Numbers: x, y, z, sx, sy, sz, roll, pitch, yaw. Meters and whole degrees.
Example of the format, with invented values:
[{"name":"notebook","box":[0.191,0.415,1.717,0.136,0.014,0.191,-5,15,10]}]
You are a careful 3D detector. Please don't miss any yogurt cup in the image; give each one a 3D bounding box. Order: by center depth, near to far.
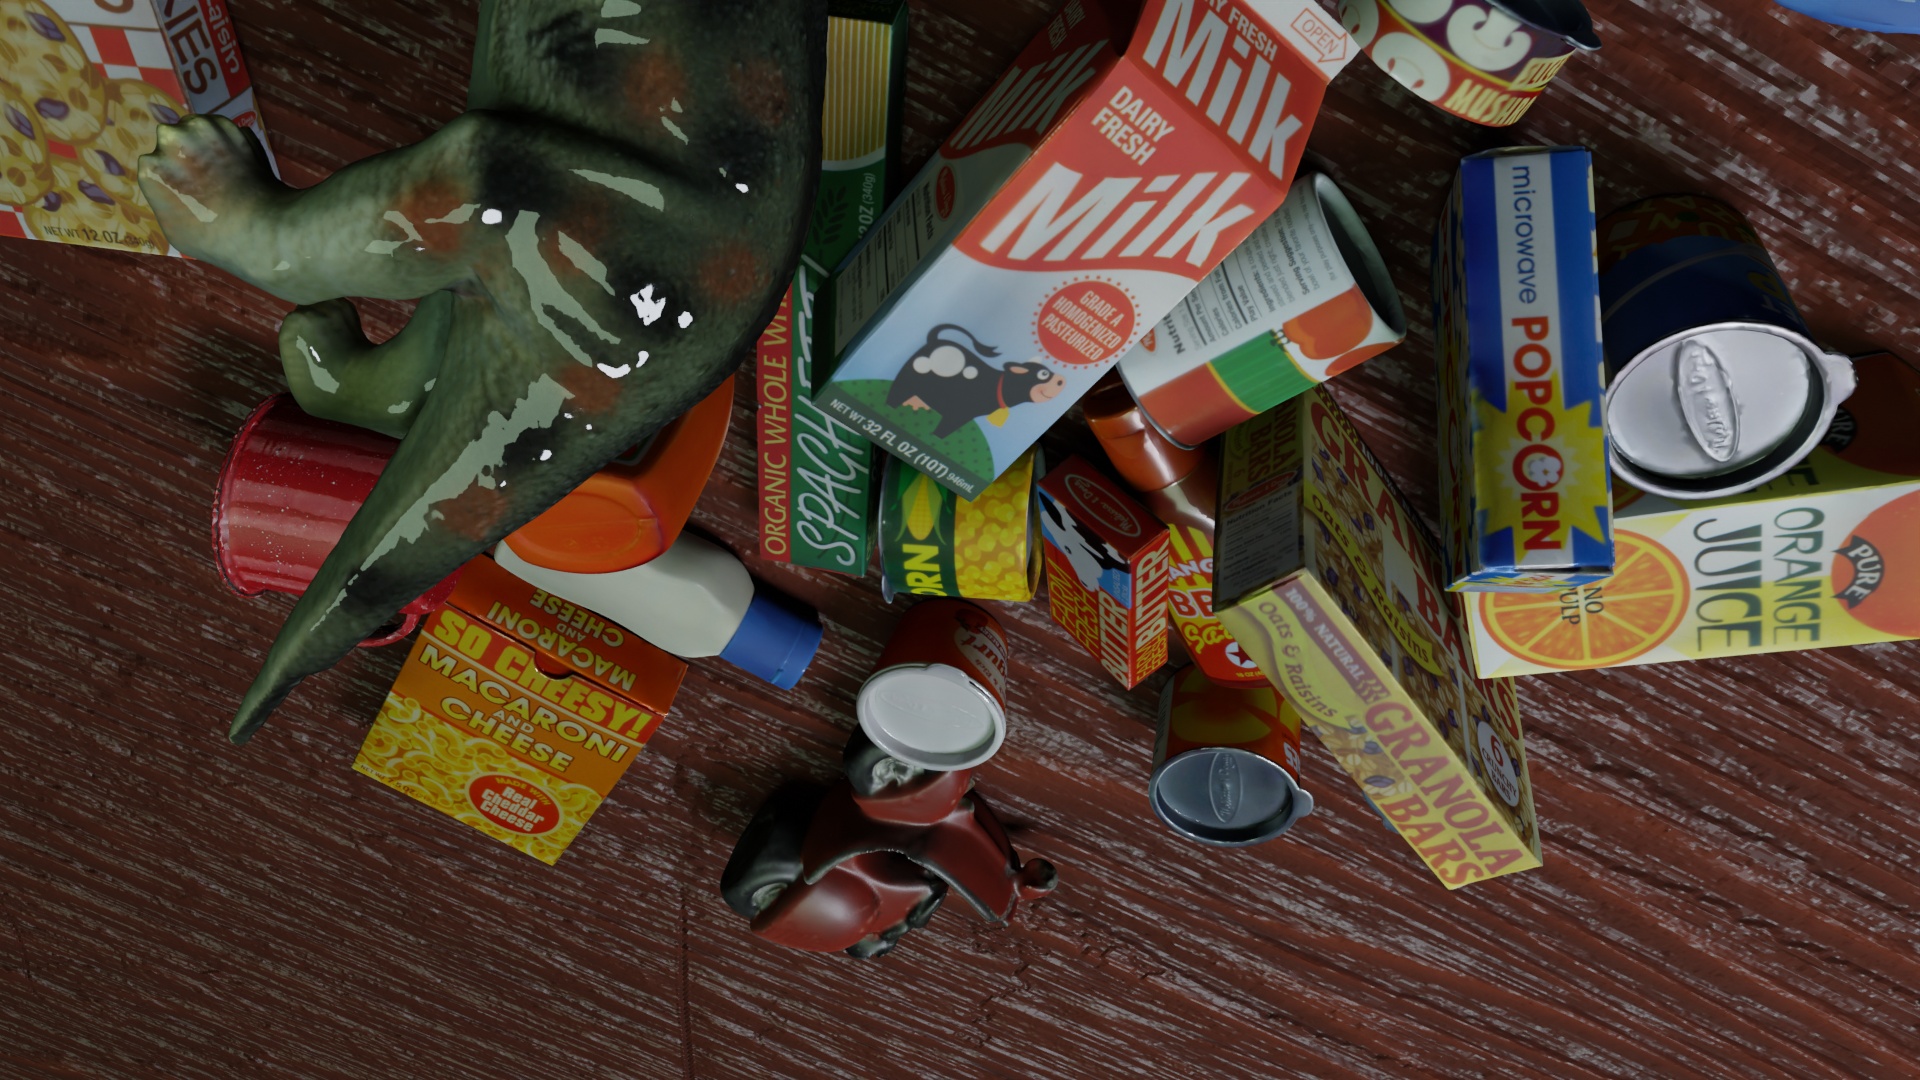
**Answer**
[{"name":"yogurt cup","box":[-0.009,0.064,0.637,0.072,0.054,0.072,7,131,8]}]

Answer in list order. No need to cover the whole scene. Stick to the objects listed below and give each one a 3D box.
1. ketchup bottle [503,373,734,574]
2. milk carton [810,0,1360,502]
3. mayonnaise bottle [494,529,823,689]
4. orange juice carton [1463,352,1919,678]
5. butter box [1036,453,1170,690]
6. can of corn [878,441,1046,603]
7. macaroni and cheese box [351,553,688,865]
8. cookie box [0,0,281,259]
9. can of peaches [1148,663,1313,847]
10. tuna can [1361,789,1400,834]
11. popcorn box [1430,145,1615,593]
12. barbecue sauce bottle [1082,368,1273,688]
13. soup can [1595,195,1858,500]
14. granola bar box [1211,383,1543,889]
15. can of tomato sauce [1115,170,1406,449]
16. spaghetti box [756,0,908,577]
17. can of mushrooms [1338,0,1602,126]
[{"name":"ketchup bottle","box":[-0.111,-0.051,0.502,0.065,0.149,0.043,-3,128,16]},{"name":"milk carton","box":[0.035,-0.108,0.452,0.072,0.074,0.189,31,121,-26]},{"name":"mayonnaise bottle","box":[-0.136,0.020,0.641,0.148,0.041,0.064,30,132,-13]},{"name":"orange juice carton","box":[0.277,-0.009,0.493,0.192,0.072,0.072,-8,128,20]},{"name":"butter box","box":[0.059,0.015,0.566,0.053,0.024,0.103,42,160,30]},{"name":"can of corn","box":[0.002,-0.007,0.564,0.058,0.071,0.070,4,130,10]},{"name":"macaroni and cheese box","box":[-0.233,0.094,0.727,0.123,0.040,0.165,30,130,-13]},{"name":"cookie box","box":[-0.335,-0.189,0.513,0.123,0.040,0.166,8,131,7]},{"name":"can of peaches","box":[0.123,0.096,0.629,0.071,0.058,0.070,7,130,8]},{"name":"tuna can","box":[0.213,0.100,0.627,0.071,0.033,0.070,7,131,8]},{"name":"popcorn box","box":[0.173,-0.048,0.436,0.038,0.127,0.085,-2,174,12]},{"name":"barbecue sauce bottle","box":[0.098,-0.005,0.560,0.065,0.044,0.148,-11,126,35]},{"name":"soup can","box":[0.237,-0.065,0.448,0.071,0.084,0.071,7,131,8]},{"name":"granola bar box","box":[0.156,0.032,0.523,0.039,0.125,0.165,-27,118,31]},{"name":"can of tomato sauce","box":[0.102,-0.079,0.483,0.083,0.071,0.071,-27,119,30]},{"name":"spaghetti box","box":[-0.053,-0.086,0.538,0.050,0.029,0.248,10,131,5]},{"name":"can of mushrooms","box":[0.148,-0.153,0.406,0.071,0.071,0.033,26,132,-8]}]
